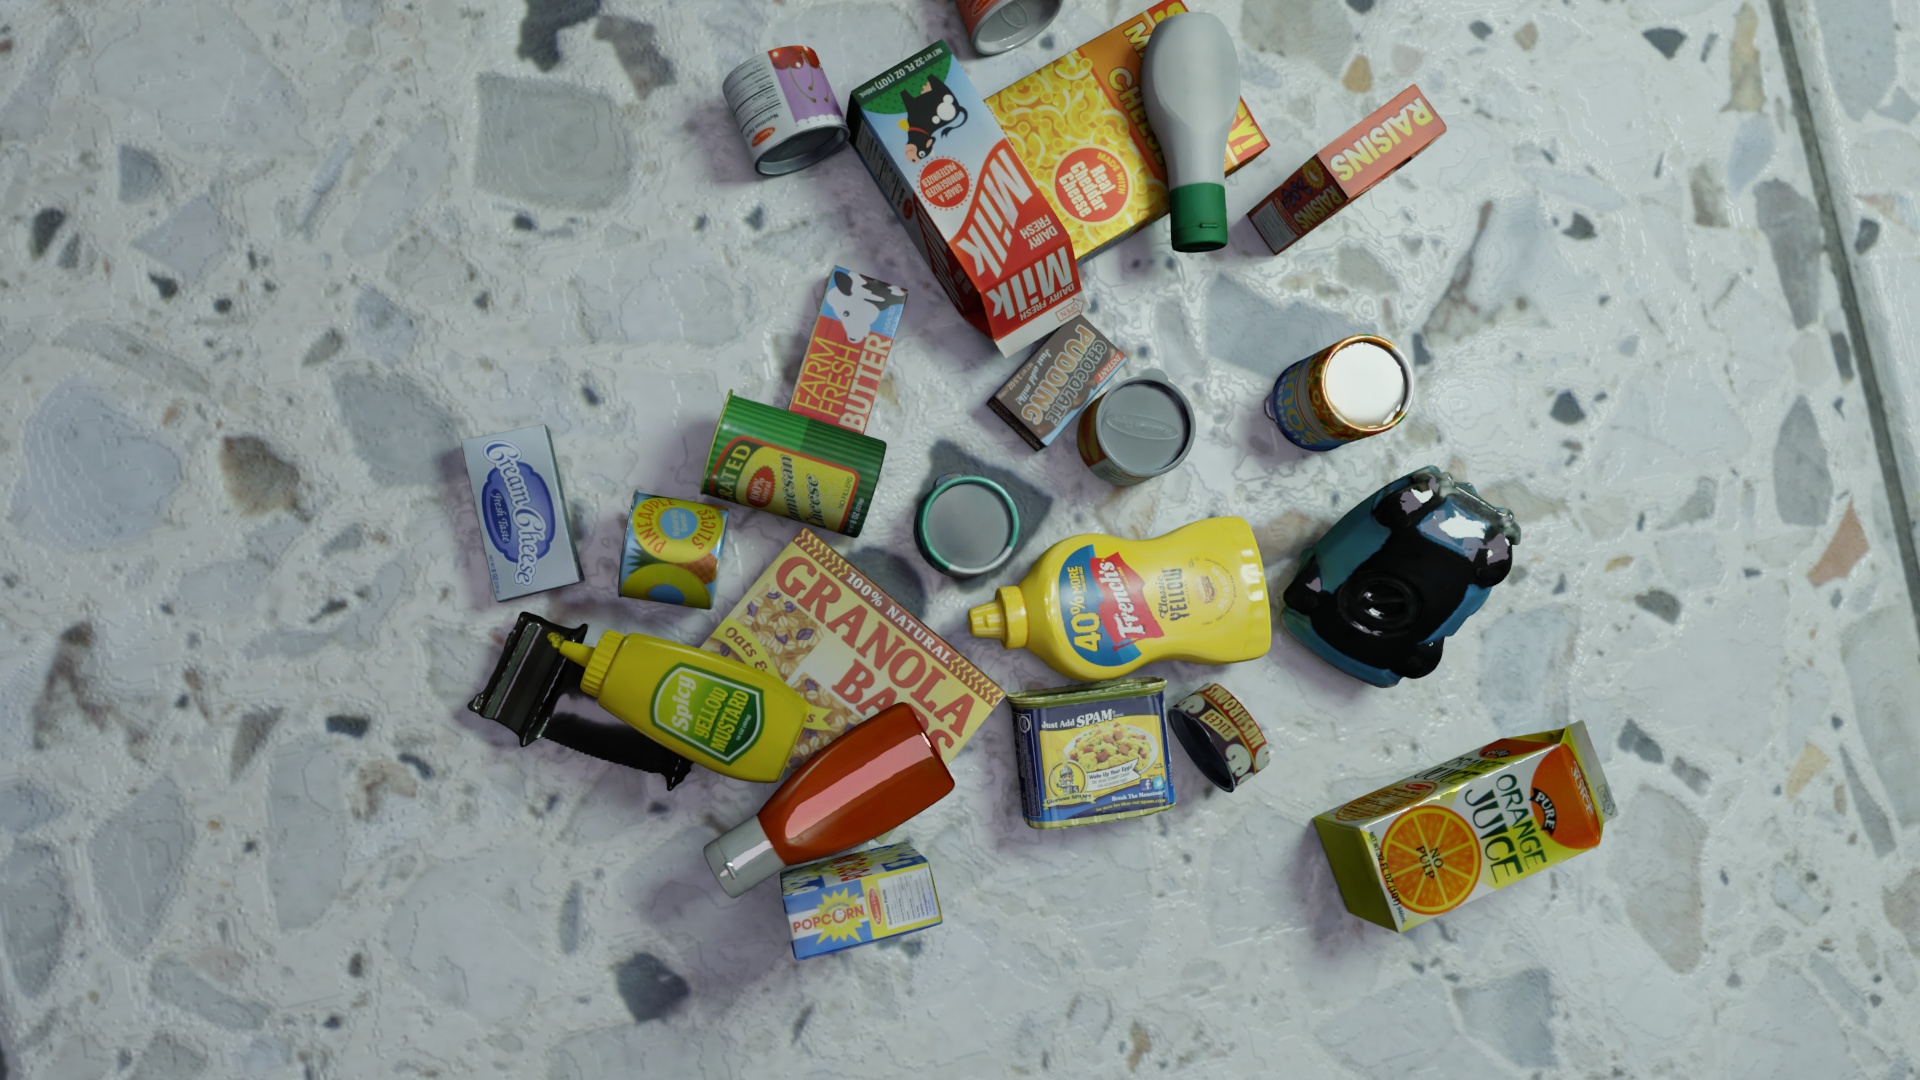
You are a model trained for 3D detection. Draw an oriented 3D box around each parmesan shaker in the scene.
[{"bbox_3d":[-0.103,-0.048,0.871,0.103,0.071,0.071,16,83,-7],"label":"parmesan shaker"}]

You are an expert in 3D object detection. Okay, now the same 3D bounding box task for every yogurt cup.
[{"bbox_3d":[0.026,-0.366,0.923,0.072,0.072,0.054,-26,82,-10],"label":"yogurt cup"}]

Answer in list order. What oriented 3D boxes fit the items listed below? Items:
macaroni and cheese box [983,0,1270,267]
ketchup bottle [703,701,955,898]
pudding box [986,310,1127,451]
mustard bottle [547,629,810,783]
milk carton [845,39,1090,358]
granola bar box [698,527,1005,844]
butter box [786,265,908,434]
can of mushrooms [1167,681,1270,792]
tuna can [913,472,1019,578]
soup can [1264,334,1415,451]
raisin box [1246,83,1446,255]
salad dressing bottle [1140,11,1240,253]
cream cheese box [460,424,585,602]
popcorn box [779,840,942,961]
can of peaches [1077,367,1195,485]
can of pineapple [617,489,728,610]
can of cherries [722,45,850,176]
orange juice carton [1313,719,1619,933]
[{"bbox_3d":[0.107,-0.274,0.938,0.167,0.040,0.123,-32,91,-10],"label":"macaroni and cheese box"},{"bbox_3d":[-0.080,0.159,0.831,0.149,0.043,0.064,-31,90,-7],"label":"ketchup bottle"},{"bbox_3d":[0.064,-0.105,0.922,0.049,0.030,0.084,44,81,-4],"label":"pudding box"},{"bbox_3d":[-0.171,0.090,0.821,0.160,0.049,0.065,23,83,-5],"label":"mustard bottle"},{"bbox_3d":[0.006,-0.215,0.901,0.072,0.073,0.190,-32,91,-9],"label":"milk carton"},{"bbox_3d":[-0.075,0.091,0.879,0.165,0.039,0.124,40,83,-3],"label":"granola bar box"},{"bbox_3d":[-0.074,-0.122,0.906,0.053,0.024,0.103,17,82,-6],"label":"butter box"},{"bbox_3d":[0.167,0.126,0.897,0.033,0.071,0.071,-33,91,-11],"label":"can of mushrooms"},{"bbox_3d":[0.003,-0.011,0.903,0.071,0.033,0.071,1,86,-9],"label":"tuna can"},{"bbox_3d":[0.251,-0.097,0.923,0.071,0.083,0.071,1,86,-8],"label":"soup can"},{"bbox_3d":[0.251,-0.241,0.915,0.086,0.123,0.040,-36,91,-10],"label":"raisin box"},{"bbox_3d":[0.151,-0.263,0.902,0.064,0.044,0.147,-2,88,-11],"label":"salad dressing bottle"},{"bbox_3d":[-0.273,-0.018,0.866,0.053,0.024,0.104,-13,87,-11],"label":"cream cheese box"},{"bbox_3d":[-0.062,0.212,0.827,0.085,0.126,0.038,-13,85,-10],"label":"popcorn box"},{"bbox_3d":[0.115,-0.073,0.913,0.071,0.058,0.071,1,85,-8],"label":"can of peaches"},{"bbox_3d":[-0.176,0.006,0.856,0.058,0.071,0.071,9,84,-9],"label":"can of pineapple"},{"bbox_3d":[-0.111,-0.276,0.895,0.071,0.071,0.058,-23,88,-10],"label":"can of cherries"},{"bbox_3d":[0.343,0.184,0.918,0.193,0.073,0.072,-20,88,-10],"label":"orange juice carton"}]
